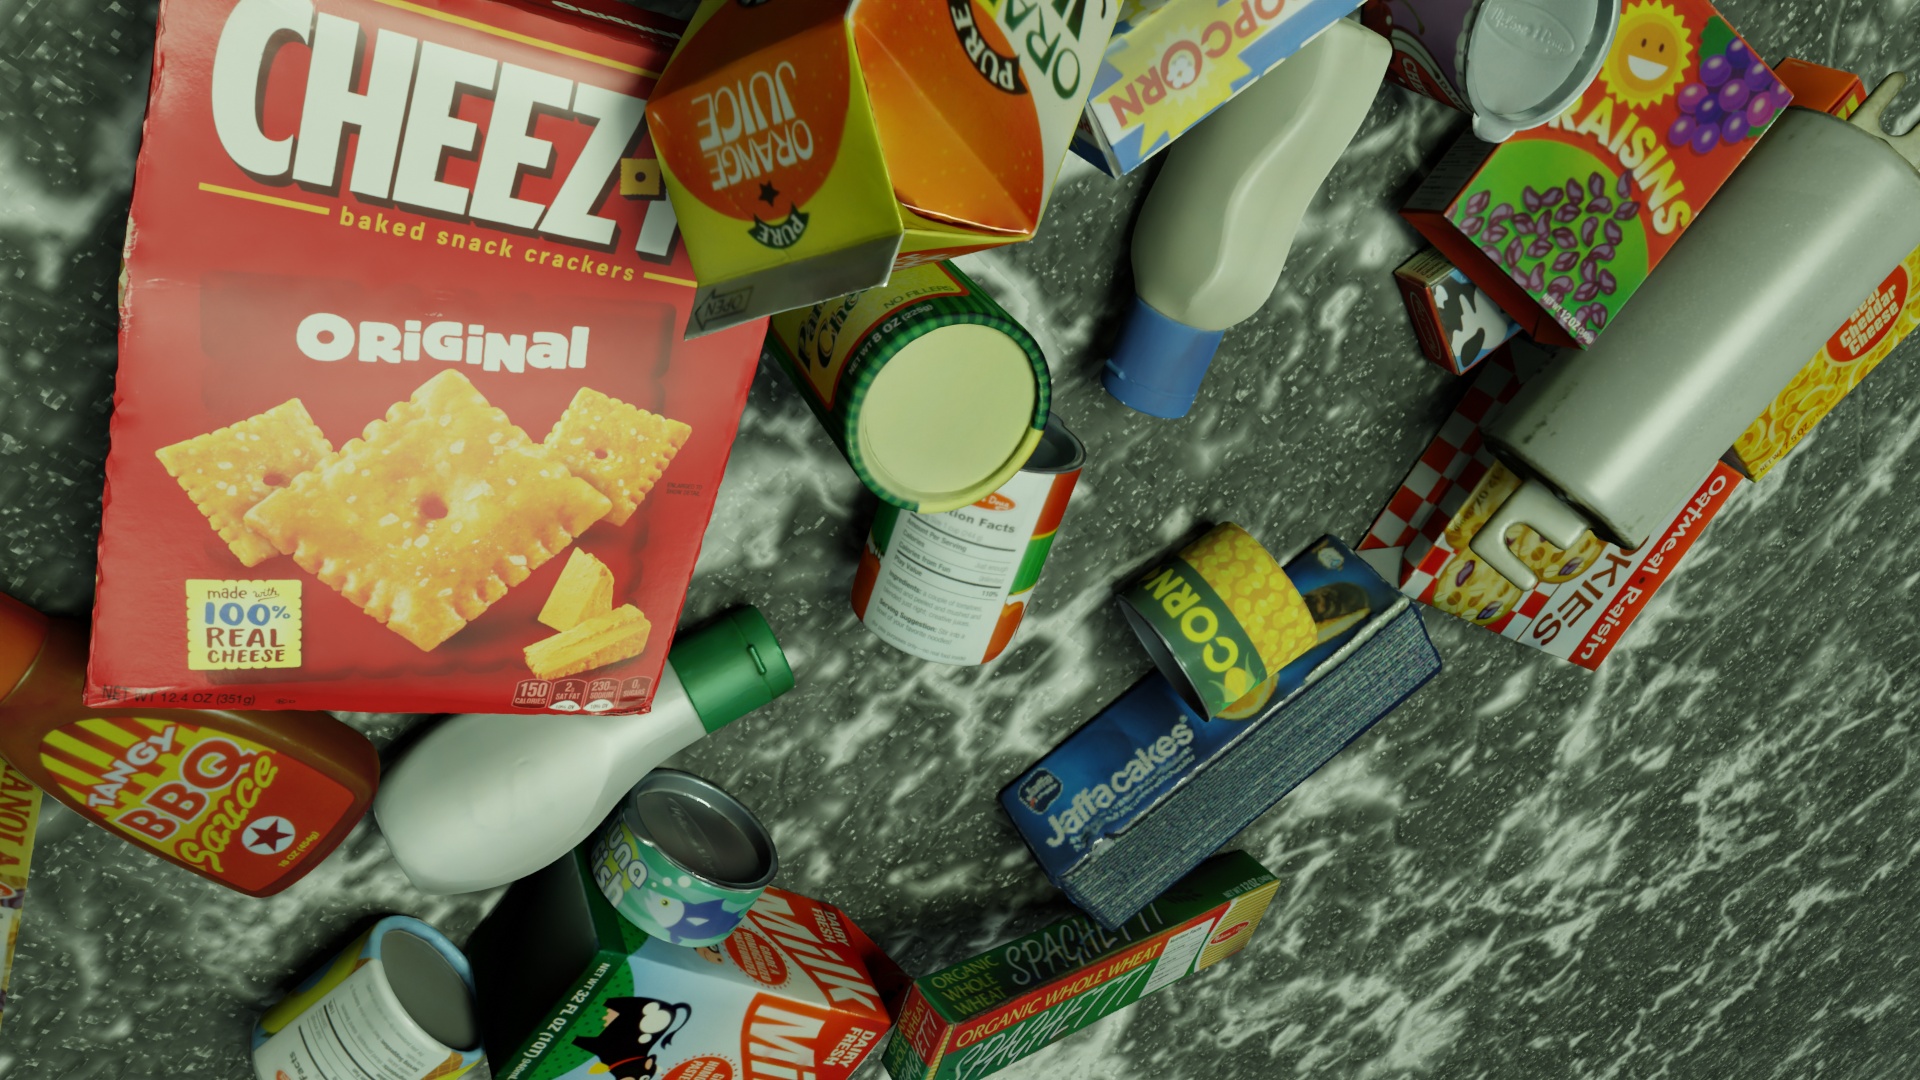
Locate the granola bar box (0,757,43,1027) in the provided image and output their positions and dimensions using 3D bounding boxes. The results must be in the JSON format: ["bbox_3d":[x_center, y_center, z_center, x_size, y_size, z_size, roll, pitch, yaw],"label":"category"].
[{"bbox_3d":[-0.337,0.147,0.400,0.165,0.124,0.039,-46,129,7],"label":"granola bar box"}]

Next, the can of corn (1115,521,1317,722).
[{"bbox_3d":[0.108,0.033,0.589,0.058,0.071,0.071,-35,130,-3],"label":"can of corn"}]

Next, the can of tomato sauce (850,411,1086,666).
[{"bbox_3d":[0.002,-0.006,0.512,0.071,0.071,0.082,4,119,-29],"label":"can of tomato sauce"}]

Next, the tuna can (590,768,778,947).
[{"bbox_3d":[-0.109,0.123,0.538,0.071,0.071,0.032,25,108,-37],"label":"tuna can"}]

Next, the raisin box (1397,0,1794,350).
[{"bbox_3d":[0.244,-0.148,0.534,0.086,0.040,0.123,36,95,-16],"label":"raisin box"}]

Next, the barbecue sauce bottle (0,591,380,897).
[{"bbox_3d":[-0.261,0.057,0.432,0.065,0.044,0.148,-42,129,4],"label":"barbecue sauce bottle"}]

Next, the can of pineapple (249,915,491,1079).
[{"bbox_3d":[-0.220,0.185,0.525,0.058,0.071,0.070,-38,130,1],"label":"can of pineapple"}]

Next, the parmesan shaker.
[{"bbox_3d":[-0.020,-0.064,0.437,0.071,0.103,0.071,-13,126,-19],"label":"parmesan shaker"}]

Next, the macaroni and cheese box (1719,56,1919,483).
[{"bbox_3d":[0.378,-0.119,0.645,0.123,0.040,0.166,-48,129,8],"label":"macaroni and cheese box"}]

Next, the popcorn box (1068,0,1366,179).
[{"bbox_3d":[0.073,-0.172,0.424,0.127,0.085,0.038,-36,129,-1],"label":"popcorn box"}]

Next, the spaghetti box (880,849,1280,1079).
[{"bbox_3d":[0.066,0.200,0.657,0.251,0.029,0.050,-5,124,-45],"label":"spaghetti box"}]

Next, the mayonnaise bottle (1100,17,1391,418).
[{"bbox_3d":[0.093,-0.115,0.490,0.041,0.065,0.147,2,124,-32],"label":"mayonnaise bottle"}]

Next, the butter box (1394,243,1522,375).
[{"bbox_3d":[0.236,-0.121,0.582,0.103,0.024,0.053,-37,129,-1],"label":"butter box"}]

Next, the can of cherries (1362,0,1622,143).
[{"bbox_3d":[0.185,-0.184,0.492,0.072,0.058,0.071,-14,127,-20],"label":"can of cherries"}]

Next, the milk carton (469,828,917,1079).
[{"bbox_3d":[-0.099,0.191,0.584,0.190,0.074,0.072,32,103,-38],"label":"milk carton"}]

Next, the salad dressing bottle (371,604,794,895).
[{"bbox_3d":[-0.133,0.073,0.504,0.148,0.044,0.064,-27,95,-14],"label":"salad dressing bottle"}]

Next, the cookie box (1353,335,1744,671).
[{"bbox_3d":[0.286,-0.013,0.669,0.167,0.040,0.122,19,110,-34],"label":"cookie box"}]

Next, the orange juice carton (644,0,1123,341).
[{"bbox_3d":[-0.012,-0.133,0.350,0.073,0.071,0.193,41,58,-39],"label":"orange juice carton"}]
